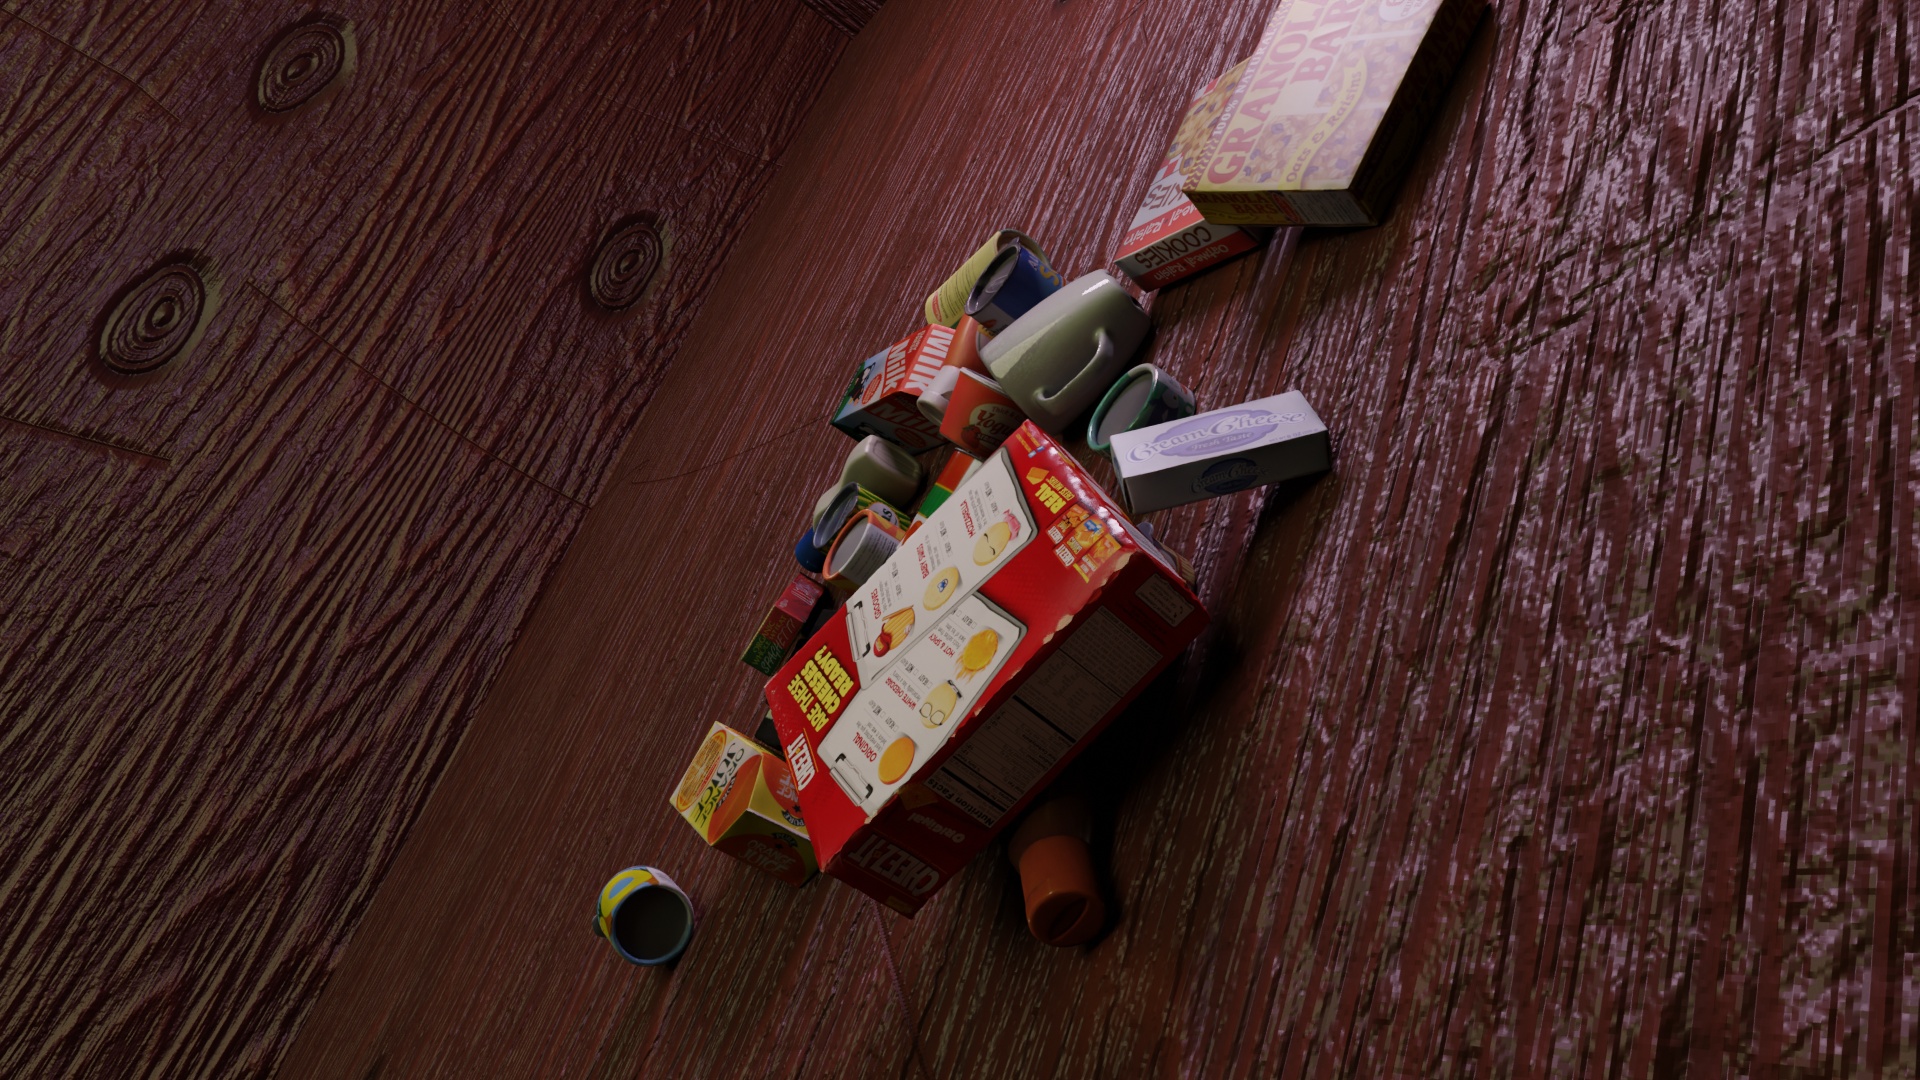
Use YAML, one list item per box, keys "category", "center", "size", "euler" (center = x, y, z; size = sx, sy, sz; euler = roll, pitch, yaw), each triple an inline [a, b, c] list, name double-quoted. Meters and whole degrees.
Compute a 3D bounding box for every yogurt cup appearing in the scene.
- category: "yogurt cup"
  center: [0.019, -0.094, 1.054]
  size: [0.054, 0.072, 0.072]
  euler: [-63, 20, 8]

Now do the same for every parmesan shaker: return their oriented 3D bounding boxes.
- category: "parmesan shaker"
  center: [0.026, -0.214, 1.213]
  size: [0.102, 0.071, 0.072]
  euler: [-35, 30, 44]

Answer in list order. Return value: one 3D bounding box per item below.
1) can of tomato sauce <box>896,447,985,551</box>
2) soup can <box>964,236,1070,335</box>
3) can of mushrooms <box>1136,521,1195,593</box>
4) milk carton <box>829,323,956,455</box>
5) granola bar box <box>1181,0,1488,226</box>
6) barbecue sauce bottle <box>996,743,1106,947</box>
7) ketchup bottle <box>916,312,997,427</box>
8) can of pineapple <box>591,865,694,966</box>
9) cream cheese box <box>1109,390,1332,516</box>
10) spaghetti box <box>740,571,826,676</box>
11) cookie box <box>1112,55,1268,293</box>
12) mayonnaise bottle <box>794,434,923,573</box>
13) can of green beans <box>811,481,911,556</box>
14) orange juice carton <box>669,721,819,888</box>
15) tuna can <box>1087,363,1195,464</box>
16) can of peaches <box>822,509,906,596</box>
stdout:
- category: "can of tomato sauce"
  center: [0.003, -0.012, 0.967]
  size: [0.083, 0.071, 0.071]
  euler: [-59, 20, -2]
- category: "soup can"
  center: [0.057, -0.179, 1.060]
  size: [0.071, 0.083, 0.072]
  euler: [-46, 23, 27]
- category: "can of mushrooms"
  center: [0.094, 0.028, 0.748]
  size: [0.070, 0.033, 0.071]
  euler: [-47, 22, 26]
- category: "milk carton"
  center: [-0.035, -0.129, 1.213]
  size: [0.190, 0.073, 0.072]
  euler: [-15, 46, 61]
- category: "granola bar box"
  center: [0.221, -0.264, 0.827]
  size: [0.124, 0.039, 0.166]
  euler: [15, 72, 48]
- category: "barbecue sauce bottle"
  center: [0.043, 0.136, 0.693]
  size: [0.064, 0.043, 0.149]
  euler: [-54, 21, 21]
- category: "ketchup bottle"
  center: [0.021, -0.155, 1.110]
  size: [0.149, 0.064, 0.043]
  euler: [-54, 13, -17]
- category: "can of pineapple"
  center: [-0.248, 0.295, 1.088]
  size: [0.071, 0.071, 0.058]
  euler: [-62, 21, -12]
- category: "cream cheese box"
  center: [0.130, -0.045, 0.707]
  size: [0.104, 0.024, 0.053]
  euler: [-14, 28, 3]
- category: "spaghetti box"
  center: [-0.142, 0.065, 1.144]
  size: [0.050, 0.029, 0.250]
  euler: [-58, 4, 3]
- category: "cookie box"
  center: [0.184, -0.260, 0.956]
  size: [0.122, 0.040, 0.168]
  euler: [-13, 47, 61]
- category: "mayonnaise bottle"
  center: [-0.096, -0.027, 1.222]
  size: [0.147, 0.065, 0.041]
  euler: [-46, 20, 37]
- category: "can of green beans"
  center: [-0.082, -0.007, 1.163]
  size: [0.071, 0.058, 0.071]
  euler: [-47, 23, 27]
- category: "orange juice carton"
  center: [-0.143, 0.190, 0.997]
  size: [0.073, 0.072, 0.192]
  euler: [-61, 21, -10]
- category: "tuna can"
  center: [0.110, -0.073, 0.860]
  size: [0.070, 0.033, 0.071]
  euler: [-46, 23, 26]
- category: "can of peaches"
  center: [-0.068, 0.017, 1.097]
  size: [0.071, 0.058, 0.071]
  euler: [-46, 24, 27]
